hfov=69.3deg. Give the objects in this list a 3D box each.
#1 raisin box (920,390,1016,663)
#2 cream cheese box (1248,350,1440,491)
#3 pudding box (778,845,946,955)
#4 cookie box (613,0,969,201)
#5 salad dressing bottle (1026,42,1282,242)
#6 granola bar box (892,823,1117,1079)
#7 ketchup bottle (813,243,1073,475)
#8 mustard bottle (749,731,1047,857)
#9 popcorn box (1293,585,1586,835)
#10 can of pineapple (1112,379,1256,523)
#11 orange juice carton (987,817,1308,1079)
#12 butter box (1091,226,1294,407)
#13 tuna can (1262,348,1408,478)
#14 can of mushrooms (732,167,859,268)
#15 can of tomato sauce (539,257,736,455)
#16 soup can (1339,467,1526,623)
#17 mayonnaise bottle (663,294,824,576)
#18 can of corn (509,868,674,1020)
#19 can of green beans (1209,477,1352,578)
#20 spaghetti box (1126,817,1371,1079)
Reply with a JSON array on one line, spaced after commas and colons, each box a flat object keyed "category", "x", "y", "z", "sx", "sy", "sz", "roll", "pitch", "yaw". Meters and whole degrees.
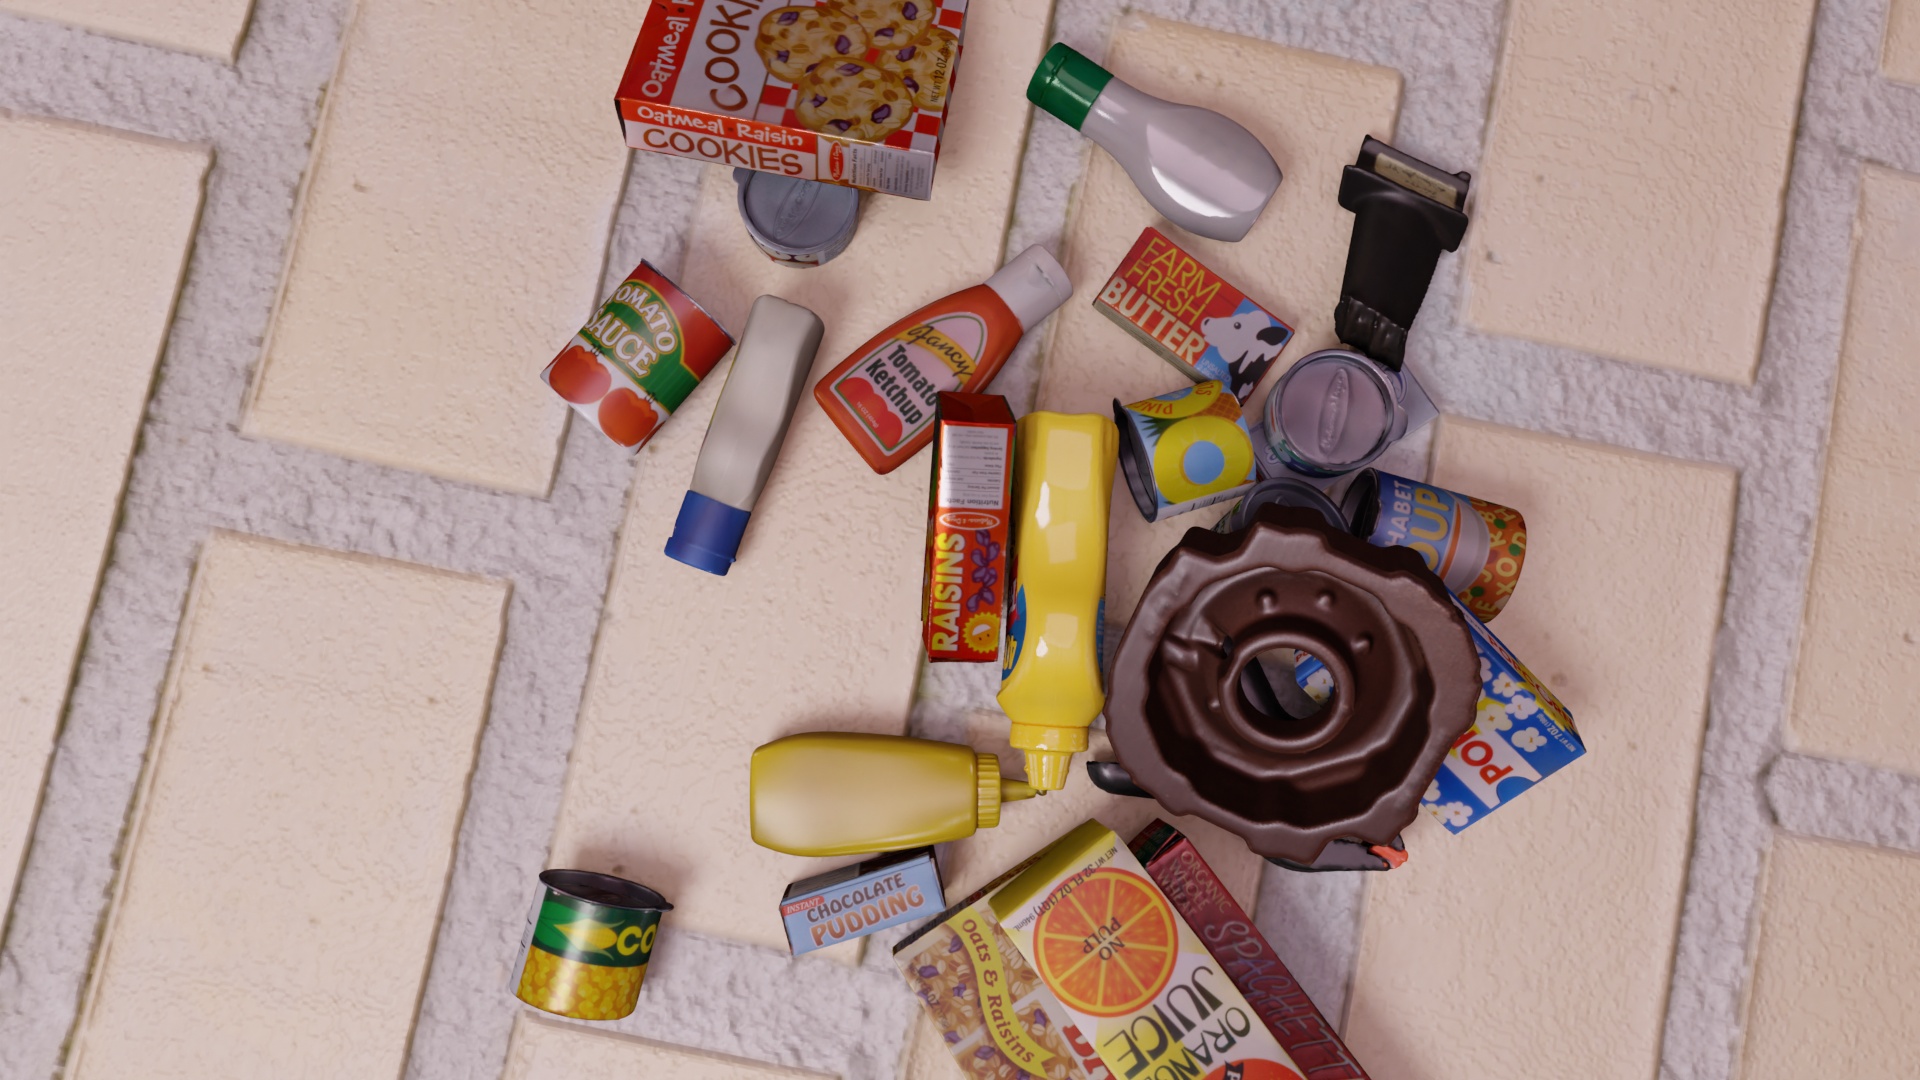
[{"category": "raisin box", "x": 0.003, "y": -0.009, "z": 0.714, "sx": 0.040, "sy": 0.086, "sz": 0.123, "roll": 2, "pitch": 105, "yaw": -4}, {"category": "cream cheese box", "x": 0.209, "y": -0.063, "z": 0.776, "sx": 0.104, "sy": 0.024, "sz": 0.053, "roll": -33, "pitch": 87, "yaw": -5}, {"category": "pudding box", "x": -0.050, "y": 0.187, "z": 0.729, "sx": 0.084, "sy": 0.049, "sz": 0.030, "roll": -16, "pitch": 87, "yaw": -4}, {"category": "cookie box", "x": -0.088, "y": -0.257, "z": 0.754, "sx": 0.167, "sy": 0.040, "sz": 0.123, "roll": 10, "pitch": 61, "yaw": -1}, {"category": "salad dressing bottle", "x": 0.107, "y": -0.225, "z": 0.779, "sx": 0.148, "sy": 0.044, "sz": 0.064, "roll": 34, "pitch": 86, "yaw": 2}, {"category": "granola bar box", "x": 0.059, "y": 0.253, "z": 0.732, "sx": 0.124, "sy": 0.039, "sz": 0.165, "roll": -32, "pitch": 86, "yaw": -6}, {"category": "ketchup bottle", "x": -0.006, "y": -0.104, "z": 0.762, "sx": 0.149, "sy": 0.043, "sz": 0.064, "roll": -39, "pitch": 91, "yaw": -6}, {"category": "mustard bottle", "x": -0.030, "y": 0.134, "z": 0.735, "sx": 0.160, "sy": 0.049, "sz": 0.065, "roll": 0, "pitch": 84, "yaw": -3}, {"category": "popcorn box", "x": 0.249, "y": 0.083, "z": 0.727, "sx": 0.126, "sy": 0.038, "sz": 0.085, "roll": 43, "pitch": 115, "yaw": -9}, {"category": "can of pineapple", "x": 0.120, "y": -0.050, "z": 0.750, "sx": 0.058, "sy": 0.071, "sz": 0.071, "roll": -16, "pitch": 86, "yaw": -4}, {"category": "orange juice carton", "x": 0.100, "y": 0.235, "z": 0.678, "sx": 0.072, "sy": 0.073, "sz": 0.192, "roll": -37, "pitch": 87, "yaw": -7}, {"category": "butter box", "x": 0.130, "y": -0.124, "z": 0.779, "sx": 0.103, "sy": 0.024, "sz": 0.053, "roll": 37, "pitch": 85, "yaw": 2}, {"category": "tuna can", "x": 0.200, "y": -0.067, "z": 0.746, "sx": 0.071, "sy": 0.033, "sz": 0.071, "roll": 0, "pitch": 84, "yaw": -1}, {"category": "can of mushrooms", "x": -0.091, "y": -0.188, "z": 0.772, "sx": 0.071, "sy": 0.033, "sz": 0.071, "roll": 0, "pitch": 85, "yaw": -2}, {"category": "can of tomato sauce", "x": -0.173, "y": -0.097, "z": 0.742, "sx": 0.071, "sy": 0.071, "sz": 0.083, "roll": 40, "pitch": 85, "yaw": 2}, {"category": "soup can", "x": 0.251, "y": 0.003, "z": 0.747, "sx": 0.084, "sy": 0.071, "sz": 0.071, "roll": 16, "pitch": 84, "yaw": -1}, {"category": "mayonnaise bottle", "x": -0.116, "y": -0.056, "z": 0.745, "sx": 0.041, "sy": 0.065, "sz": 0.148, "roll": 21, "pitch": 88, "yaw": -4}, {"category": "can of corn", "x": -0.189, "y": 0.207, "z": 0.713, "sx": 0.071, "sy": 0.071, "sz": 0.058, "roll": 15, "pitch": 85, "yaw": -1}, {"category": "can of green beans", "x": 0.165, "y": 0.008, "z": 0.740, "sx": 0.071, "sy": 0.057, "sz": 0.071, "roll": 8, "pitch": 62, "yaw": -15}, {"category": "spaghetti box", "x": 0.173, "y": 0.252, "z": 0.722, "sx": 0.029, "sy": 0.050, "sz": 0.250, "roll": -38, "pitch": 91, "yaw": -5}]
